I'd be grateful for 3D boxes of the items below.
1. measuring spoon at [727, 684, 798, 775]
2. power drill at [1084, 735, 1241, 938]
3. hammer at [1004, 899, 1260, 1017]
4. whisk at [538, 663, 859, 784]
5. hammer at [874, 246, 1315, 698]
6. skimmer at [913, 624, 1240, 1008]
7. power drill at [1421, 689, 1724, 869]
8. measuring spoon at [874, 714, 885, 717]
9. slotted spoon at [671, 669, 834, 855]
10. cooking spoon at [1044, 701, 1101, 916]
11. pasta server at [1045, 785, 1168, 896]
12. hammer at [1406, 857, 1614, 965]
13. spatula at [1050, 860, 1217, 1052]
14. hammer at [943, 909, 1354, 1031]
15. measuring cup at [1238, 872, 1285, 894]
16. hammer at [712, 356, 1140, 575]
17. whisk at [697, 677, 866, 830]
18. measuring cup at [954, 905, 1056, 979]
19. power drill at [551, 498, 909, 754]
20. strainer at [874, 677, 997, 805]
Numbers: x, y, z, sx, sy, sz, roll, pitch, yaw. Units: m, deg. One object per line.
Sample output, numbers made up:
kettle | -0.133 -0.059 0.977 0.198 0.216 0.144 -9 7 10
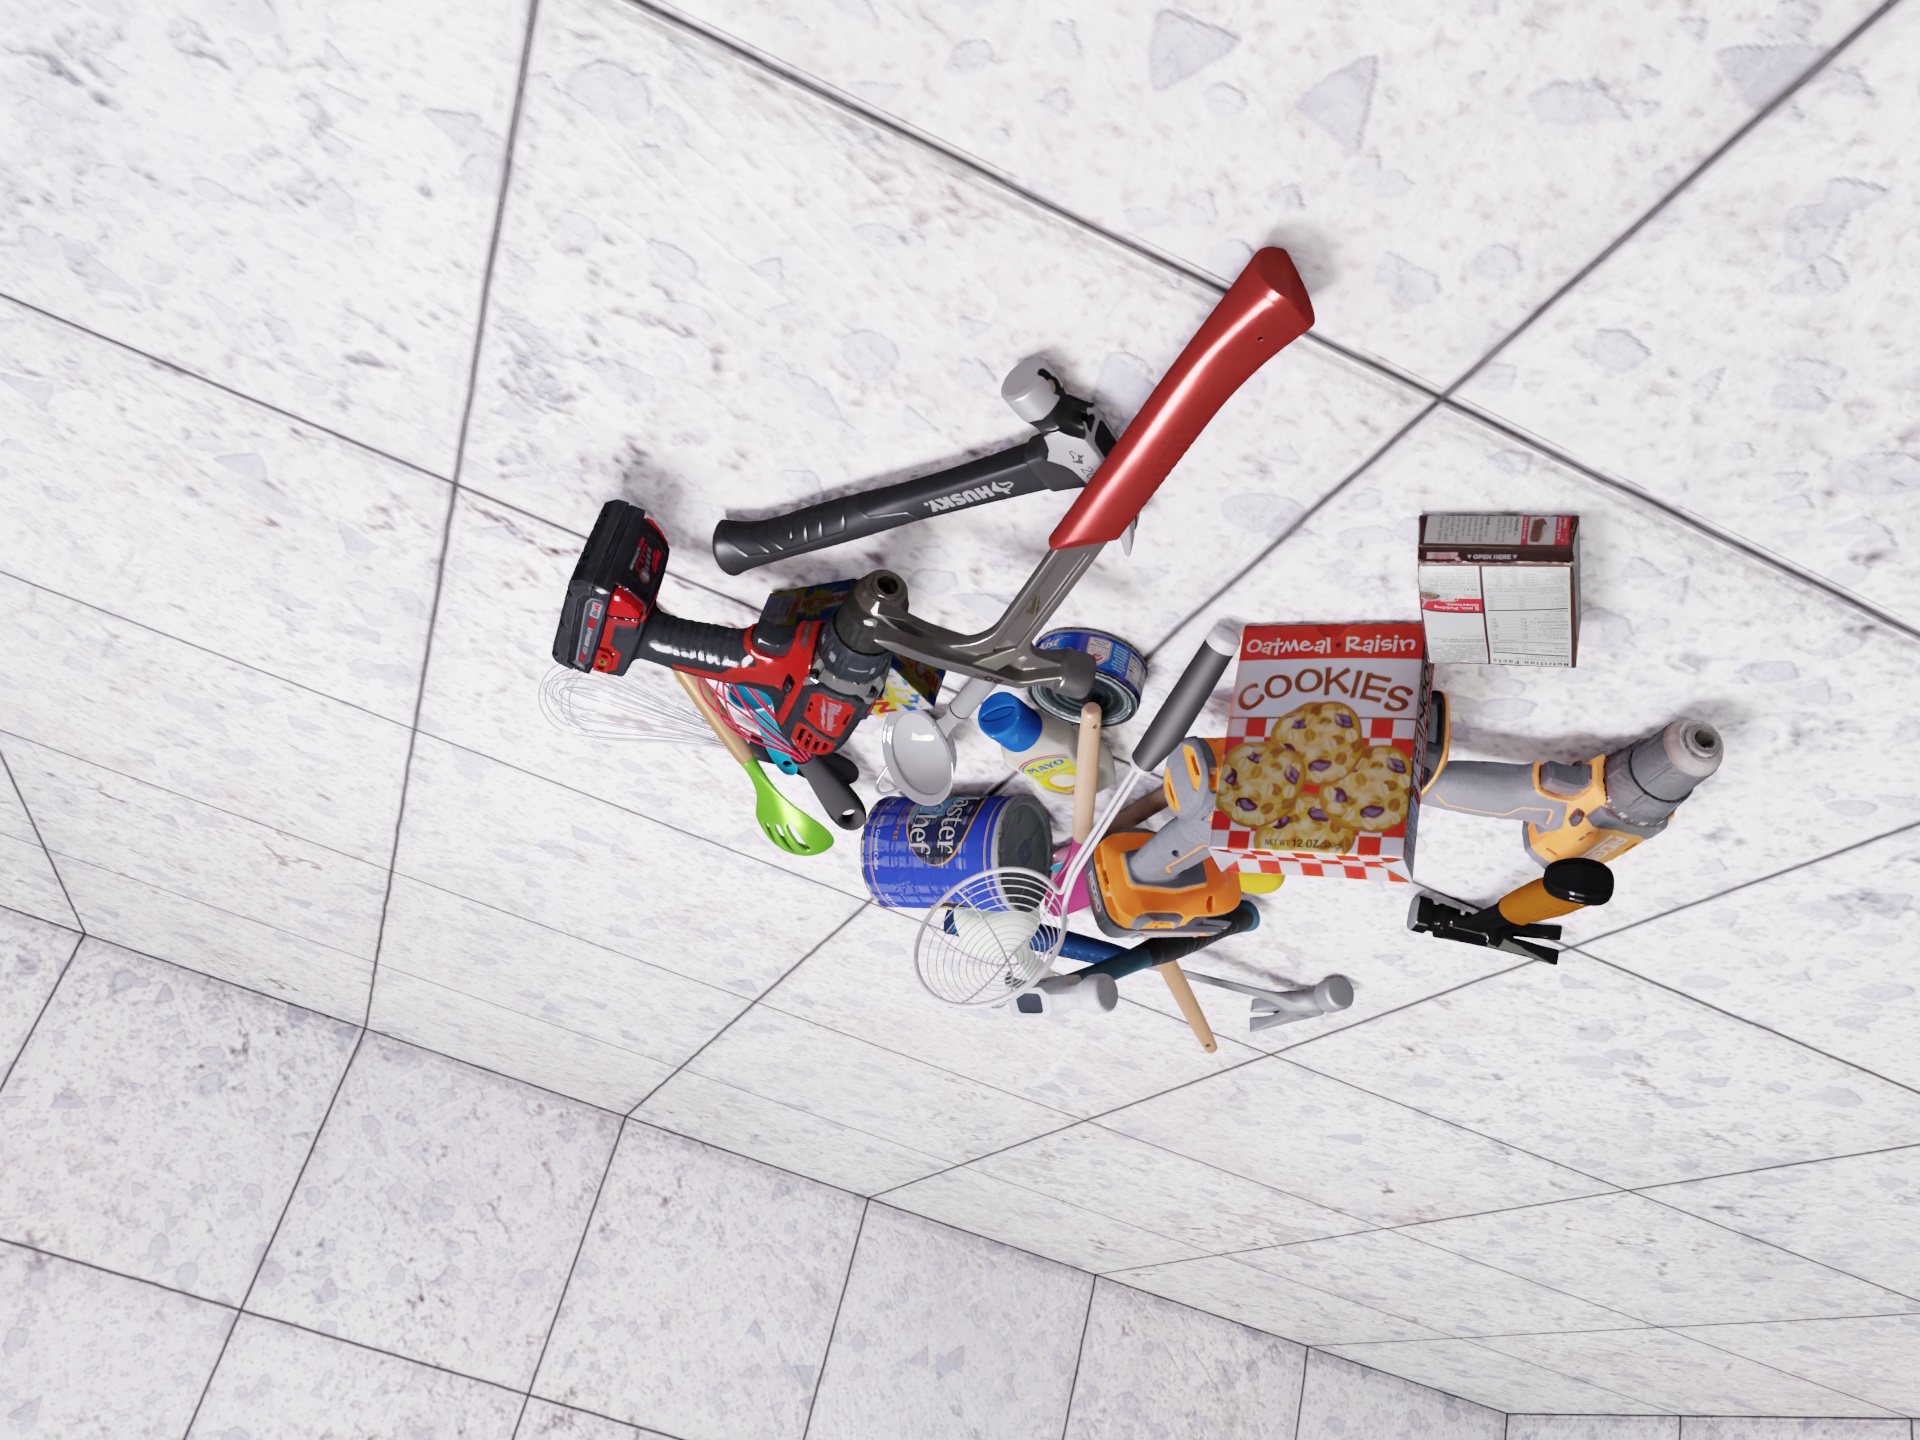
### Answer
measuring spoon | -0.161 -0.001 1.338 0.042 0.021 0.128 -11 137 8
power drill | 0.206 0.088 1.231 0.164 0.084 0.226 1 147 -21
hammer | 0.159 0.198 1.341 0.128 0.033 0.331 -13 178 40
whisk | -0.223 0.011 1.376 0.284 0.070 0.070 17 153 -13
hammer | 0.079 -0.130 0.908 0.149 0.037 0.359 16 143 -17
skimmer | 0.079 0.070 1.157 0.090 0.127 0.363 13 125 -24
power drill | 0.378 0.034 1.080 0.226 0.084 0.185 13 153 -5
measuring spoon | -0.105 -0.029 1.286 0.116 0.011 0.021 35 147 -32
slotted spoon | -0.193 0.013 1.327 0.070 0.031 0.313 0 134 34
cooking spoon | 0.098 0.079 1.272 0.068 0.017 0.318 -20 148 -11
pasta server | 0.124 0.106 1.387 0.060 0.040 0.316 15 153 -21
hammer | 0.433 0.144 1.203 0.127 0.034 0.336 12 169 7
spatula | 0.180 0.215 1.468 0.082 0.044 0.317 -18 125 18
hammer | 0.174 0.240 1.557 0.405 0.035 0.144 16 154 -17
measuring cup | 0.230 0.103 1.333 0.062 0.029 0.156 -2 148 31
hammer | -0.037 -0.136 1.030 0.335 0.035 0.146 -9 143 39
whisk | -0.137 0.017 1.306 0.073 0.073 0.295 3 151 22
measuring cup | 0.048 0.190 1.394 0.168 0.083 0.038 46 161 57
power drill | -0.153 -0.069 1.097 0.226 0.080 0.187 21 144 -10
strainer | -0.002 -0.004 1.249 0.087 0.050 0.258 59 146 12
